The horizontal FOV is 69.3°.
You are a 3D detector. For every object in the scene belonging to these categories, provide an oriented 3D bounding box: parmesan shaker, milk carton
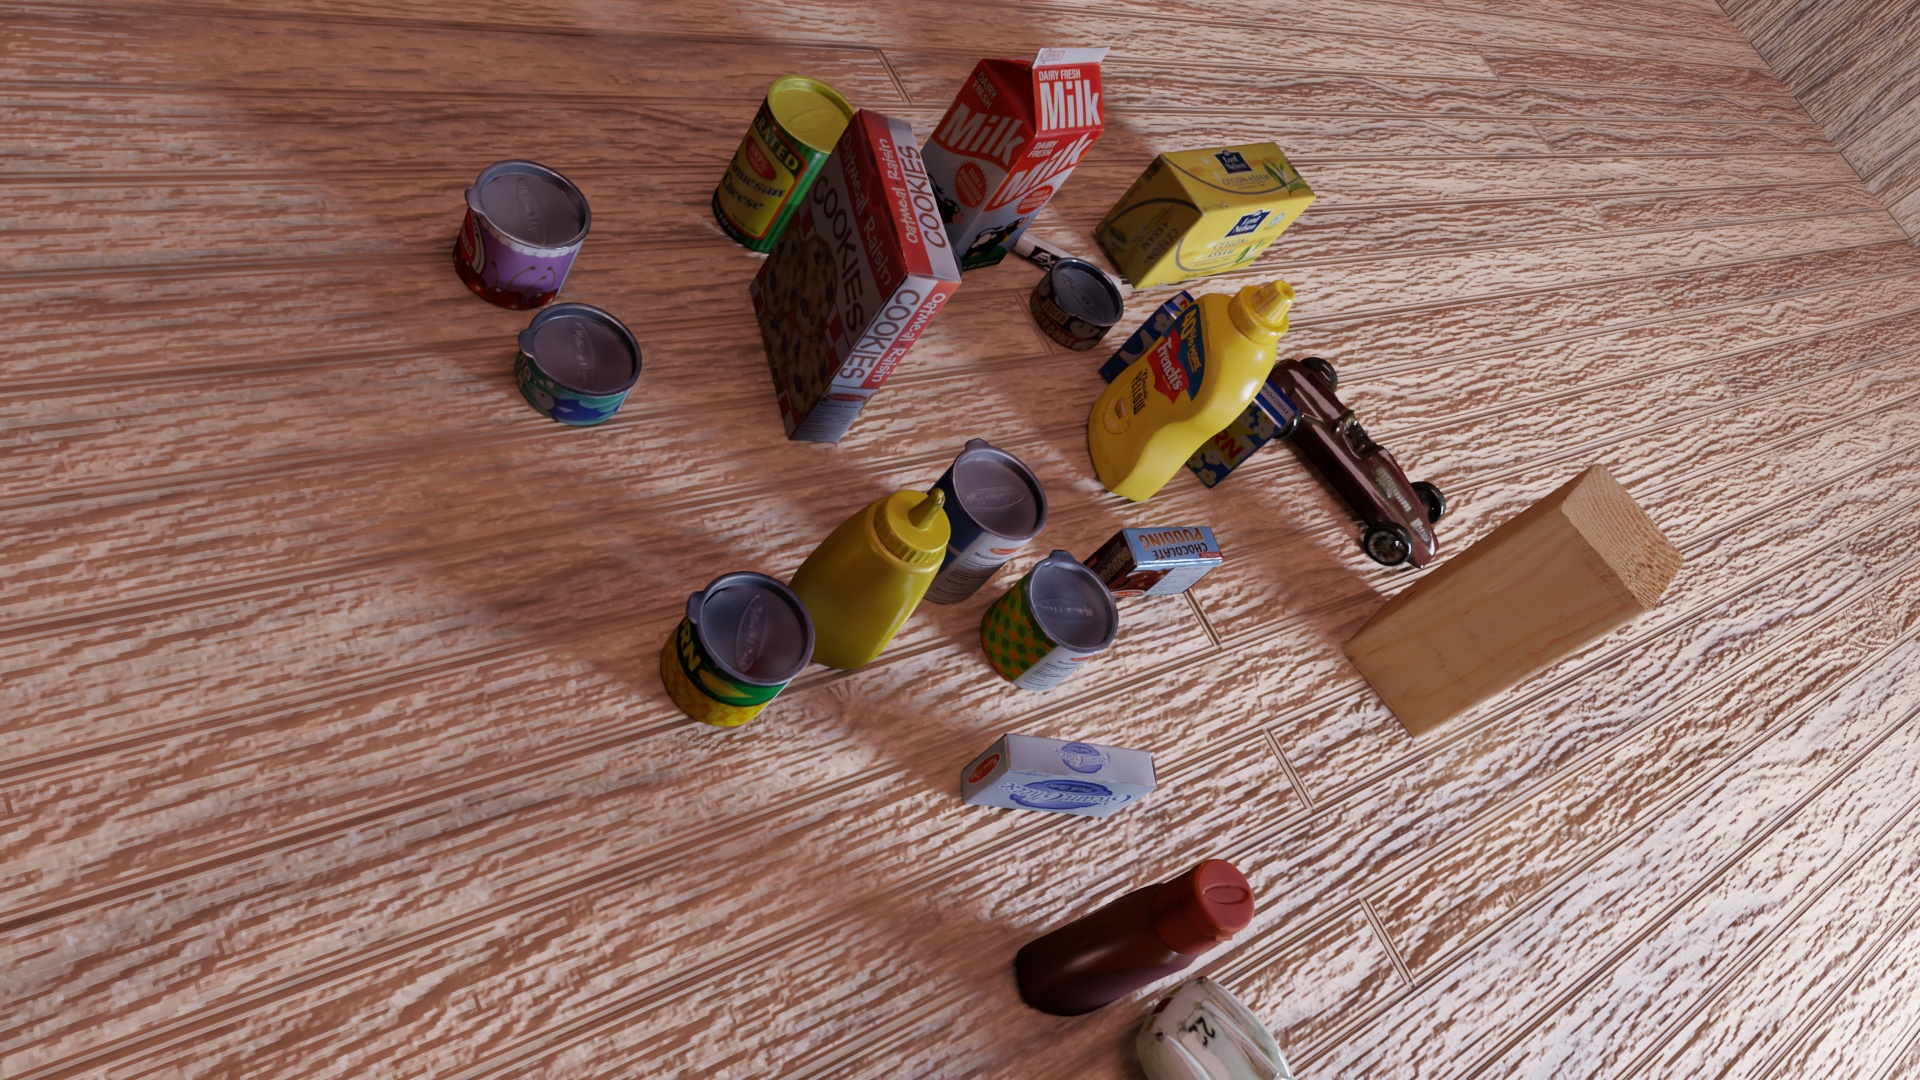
[{"bbox_3d":[-0.115,-0.245,0.922,0.071,0.102,0.071,18,52,-24],"label":"parmesan shaker"},{"bbox_3d":[0.031,-0.277,0.982,0.072,0.189,0.073,-20,73,-41],"label":"milk carton"}]

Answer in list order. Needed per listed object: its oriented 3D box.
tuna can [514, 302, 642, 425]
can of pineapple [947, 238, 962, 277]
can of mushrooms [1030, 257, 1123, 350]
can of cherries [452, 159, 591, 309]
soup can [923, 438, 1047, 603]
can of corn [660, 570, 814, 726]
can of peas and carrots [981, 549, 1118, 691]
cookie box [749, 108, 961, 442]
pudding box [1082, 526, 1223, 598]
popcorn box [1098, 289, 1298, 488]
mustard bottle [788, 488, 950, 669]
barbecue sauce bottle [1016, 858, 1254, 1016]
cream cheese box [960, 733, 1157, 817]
[{"bbox_3d":[-0.222,-0.101,0.798,0.071,0.032,0.071,18,52,-23],"label":"tuna can"},{"bbox_3d":[-0.042,-0.182,0.958,0.071,0.057,0.071,18,52,-24],"label":"can of pineapple"},{"bbox_3d":[0.087,-0.180,1.061,0.071,0.033,0.071,18,52,-23],"label":"can of mushrooms"},{"bbox_3d":[-0.259,-0.178,0.809,0.071,0.058,0.072,18,52,-24],"label":"can of cherries"},{"bbox_3d":[0.003,-0.011,0.852,0.071,0.083,0.072,18,52,-24],"label":"soup can"},{"bbox_3d":[-0.122,0.058,0.738,0.071,0.058,0.071,18,52,-24],"label":"can of corn"},{"bbox_3d":[0.054,0.050,0.861,0.071,0.058,0.071,18,52,-24],"label":"can of peas and carrots"},{"bbox_3d":[-0.070,-0.156,0.846,0.040,0.166,0.123,1,60,-34],"label":"cookie box"},{"bbox_3d":[0.131,0.015,0.944,0.084,0.049,0.030,-2,62,-35],"label":"pudding box"},{"bbox_3d":[0.177,-0.112,1.039,0.127,0.084,0.038,47,46,3],"label":"popcorn box"},{"bbox_3d":[-0.044,0.014,0.750,0.065,0.159,0.049,31,47,-13],"label":"mustard bottle"},{"bbox_3d":[0.091,0.206,0.716,0.065,0.147,0.044,9,56,-29],"label":"barbecue sauce bottle"},{"bbox_3d":[0.057,0.137,0.806,0.104,0.053,0.024,11,55,-28],"label":"cream cheese box"}]
